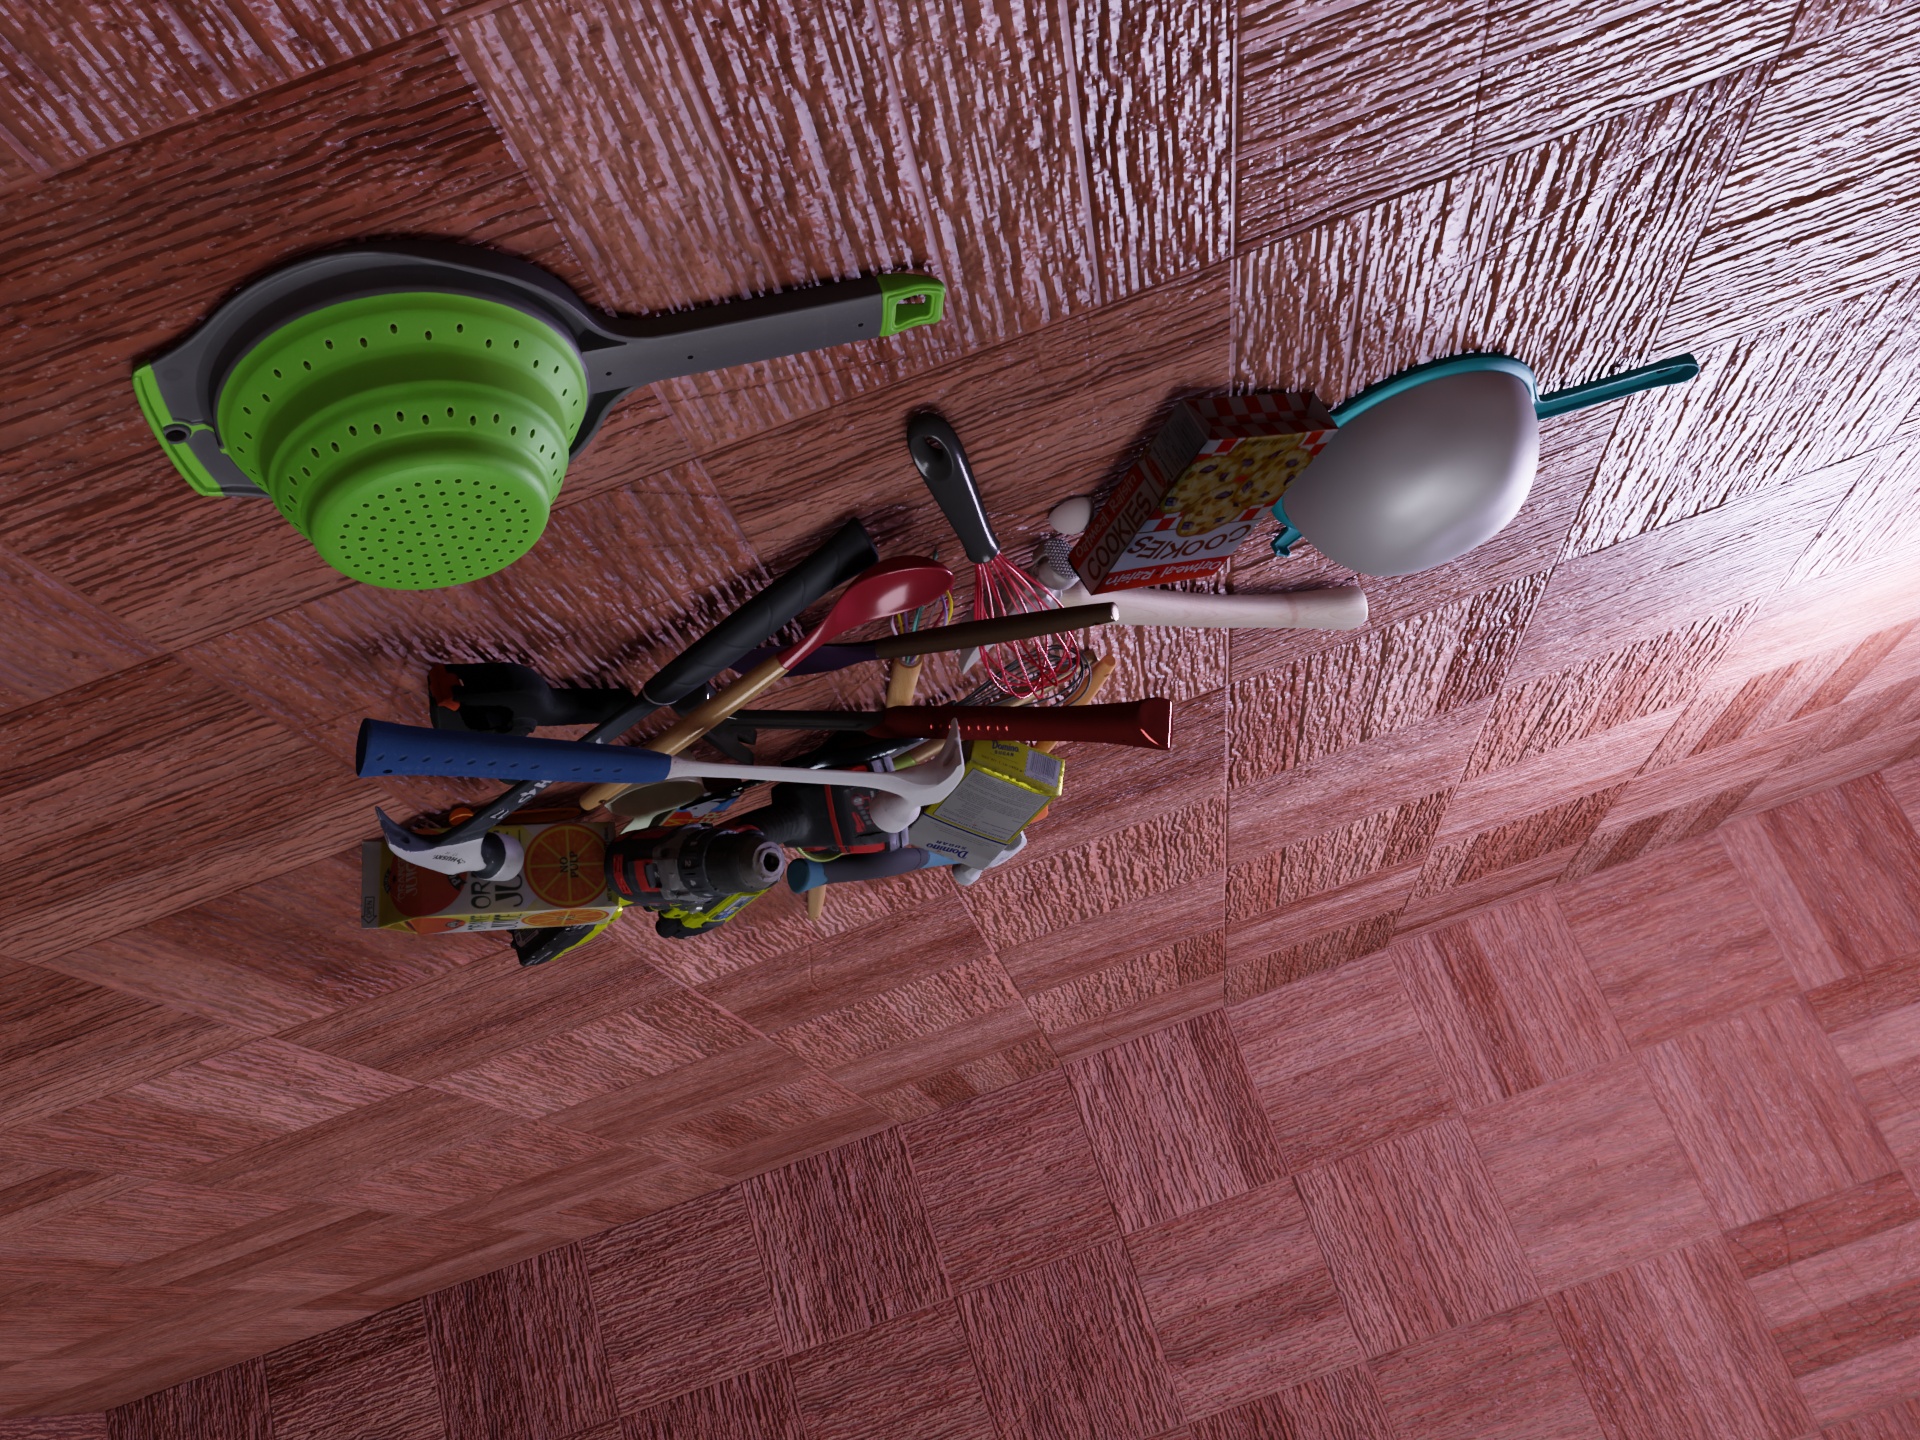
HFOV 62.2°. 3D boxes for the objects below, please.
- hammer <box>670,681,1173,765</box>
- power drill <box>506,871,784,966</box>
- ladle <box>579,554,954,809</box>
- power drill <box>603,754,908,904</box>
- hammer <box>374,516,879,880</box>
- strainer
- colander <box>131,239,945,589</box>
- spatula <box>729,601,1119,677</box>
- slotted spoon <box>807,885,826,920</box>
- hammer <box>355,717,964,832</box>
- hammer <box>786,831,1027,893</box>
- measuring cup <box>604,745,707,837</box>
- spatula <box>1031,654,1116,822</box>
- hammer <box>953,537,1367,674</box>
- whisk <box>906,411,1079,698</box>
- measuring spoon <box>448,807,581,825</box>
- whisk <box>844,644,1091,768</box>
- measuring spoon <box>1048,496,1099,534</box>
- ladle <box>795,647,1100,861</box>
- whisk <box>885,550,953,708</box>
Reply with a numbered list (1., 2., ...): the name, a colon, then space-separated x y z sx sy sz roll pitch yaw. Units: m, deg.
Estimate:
1. hammer: -0.024 0.004 1.167 0.359 0.037 0.149 1 164 15
2. power drill: -0.292 0.162 1.444 0.223 0.080 0.171 2 149 -47
3. ladle: -0.139 -0.025 1.081 0.315 0.031 0.069 -34 155 15
4. power drill: -0.144 0.090 1.251 0.226 0.080 0.188 -17 -173 -44
5. hammer: -0.222 -0.011 1.090 0.409 0.036 0.149 -35 159 14
6. strainer: 0.404 -0.188 1.182 0.340 0.095 0.210 -17 157 -3
7. colander: -0.187 -0.149 0.794 0.397 0.095 0.204 -14 157 -12
8. spatula: -0.036 -0.054 1.097 0.316 0.018 0.059 -7 160 31
9. slotted spoon: -0.141 0.149 1.599 0.070 0.031 0.313 -17 159 -14
10. hammer: -0.184 0.029 1.058 0.405 0.035 0.144 5 155 -29
11. hammer: -0.051 0.141 1.598 0.128 0.033 0.331 -37 159 33
12. measuring cup: -0.261 0.062 1.295 0.083 0.038 0.167 -7 162 -27
13. spatula: 0.086 0.024 1.465 0.081 0.041 0.322 -10 159 -21
14. hammer: 0.184 -0.087 1.312 0.410 0.038 0.146 -1 153 -38
15. whisk: 0.020 -0.103 1.069 0.073 0.073 0.295 -22 143 6
16. measuring spoon: -0.357 0.074 1.276 0.116 0.011 0.021 0 151 -46
17. whisk: -0.002 -0.003 1.338 0.239 0.055 0.055 -22 158 17
18. measuring spoon: 0.108 -0.137 1.159 0.034 0.018 0.124 -33 155 29
19. ladle: -0.016 0.027 1.386 0.320 0.062 0.078 -29 131 15
20. whisk: -0.039 -0.060 1.197 0.047 0.051 0.244 6 158 -5
